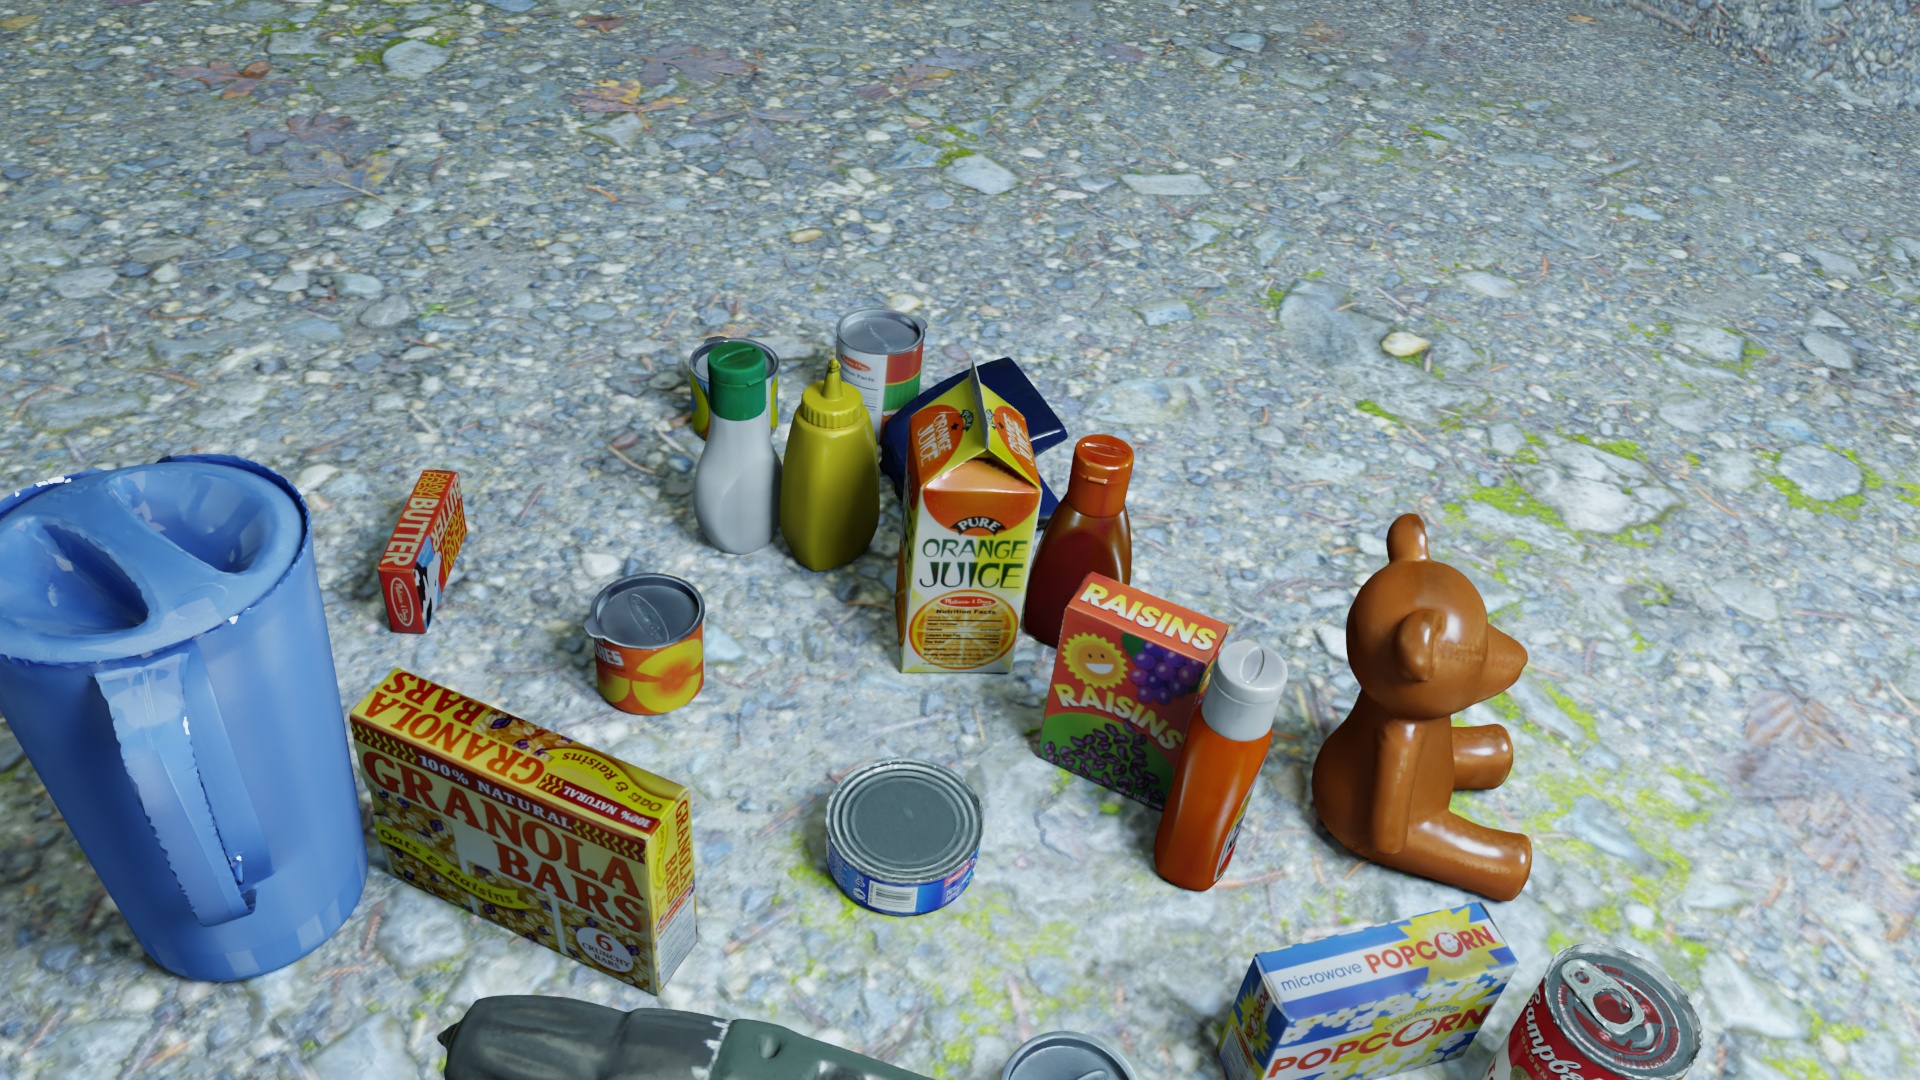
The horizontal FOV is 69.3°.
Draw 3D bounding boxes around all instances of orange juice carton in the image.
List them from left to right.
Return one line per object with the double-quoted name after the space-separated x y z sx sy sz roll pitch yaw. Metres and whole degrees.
0.003 -0.011 0.844 0.073 0.191 0.072 1 40 -8 "orange juice carton"

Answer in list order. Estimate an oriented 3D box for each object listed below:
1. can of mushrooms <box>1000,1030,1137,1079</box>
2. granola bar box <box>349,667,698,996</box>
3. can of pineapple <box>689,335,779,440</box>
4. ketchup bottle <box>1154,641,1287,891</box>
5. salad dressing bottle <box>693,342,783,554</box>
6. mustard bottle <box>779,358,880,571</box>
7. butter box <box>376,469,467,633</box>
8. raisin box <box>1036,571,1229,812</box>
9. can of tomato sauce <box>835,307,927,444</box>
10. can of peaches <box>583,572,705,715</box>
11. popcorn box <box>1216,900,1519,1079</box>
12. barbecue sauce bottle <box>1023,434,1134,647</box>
0.051 0.266 0.639 0.071 0.033 0.071 4 39 -3 "can of mushrooms"
-0.211 0.143 0.678 0.166 0.123 0.039 19 41 14 "granola bar box"
-0.171 -0.113 1.048 0.071 0.057 0.071 4 39 -3 "can of pineapple"
0.138 0.118 0.741 0.043 0.148 0.065 18 40 13 "ketchup bottle"
-0.146 -0.060 0.917 0.064 0.146 0.044 -28 51 -35 "salad dressing bottle"
-0.084 -0.054 0.910 0.065 0.159 0.049 -26 49 -33 "mustard bottle"
-0.341 0.005 0.883 0.024 0.052 0.104 3 39 -4 "butter box"
0.096 0.087 0.793 0.086 0.122 0.040 22 42 18 "raisin box"
-0.062 -0.126 1.061 0.071 0.082 0.071 4 39 -3 "can of tomato sauce"
-0.188 0.063 0.832 0.071 0.057 0.071 4 39 -3 "can of peaches"
0.194 0.225 0.670 0.127 0.084 0.038 -7 41 -17 "popcorn box"
0.079 0.003 0.873 0.065 0.147 0.044 14 40 8 "barbecue sauce bottle"
